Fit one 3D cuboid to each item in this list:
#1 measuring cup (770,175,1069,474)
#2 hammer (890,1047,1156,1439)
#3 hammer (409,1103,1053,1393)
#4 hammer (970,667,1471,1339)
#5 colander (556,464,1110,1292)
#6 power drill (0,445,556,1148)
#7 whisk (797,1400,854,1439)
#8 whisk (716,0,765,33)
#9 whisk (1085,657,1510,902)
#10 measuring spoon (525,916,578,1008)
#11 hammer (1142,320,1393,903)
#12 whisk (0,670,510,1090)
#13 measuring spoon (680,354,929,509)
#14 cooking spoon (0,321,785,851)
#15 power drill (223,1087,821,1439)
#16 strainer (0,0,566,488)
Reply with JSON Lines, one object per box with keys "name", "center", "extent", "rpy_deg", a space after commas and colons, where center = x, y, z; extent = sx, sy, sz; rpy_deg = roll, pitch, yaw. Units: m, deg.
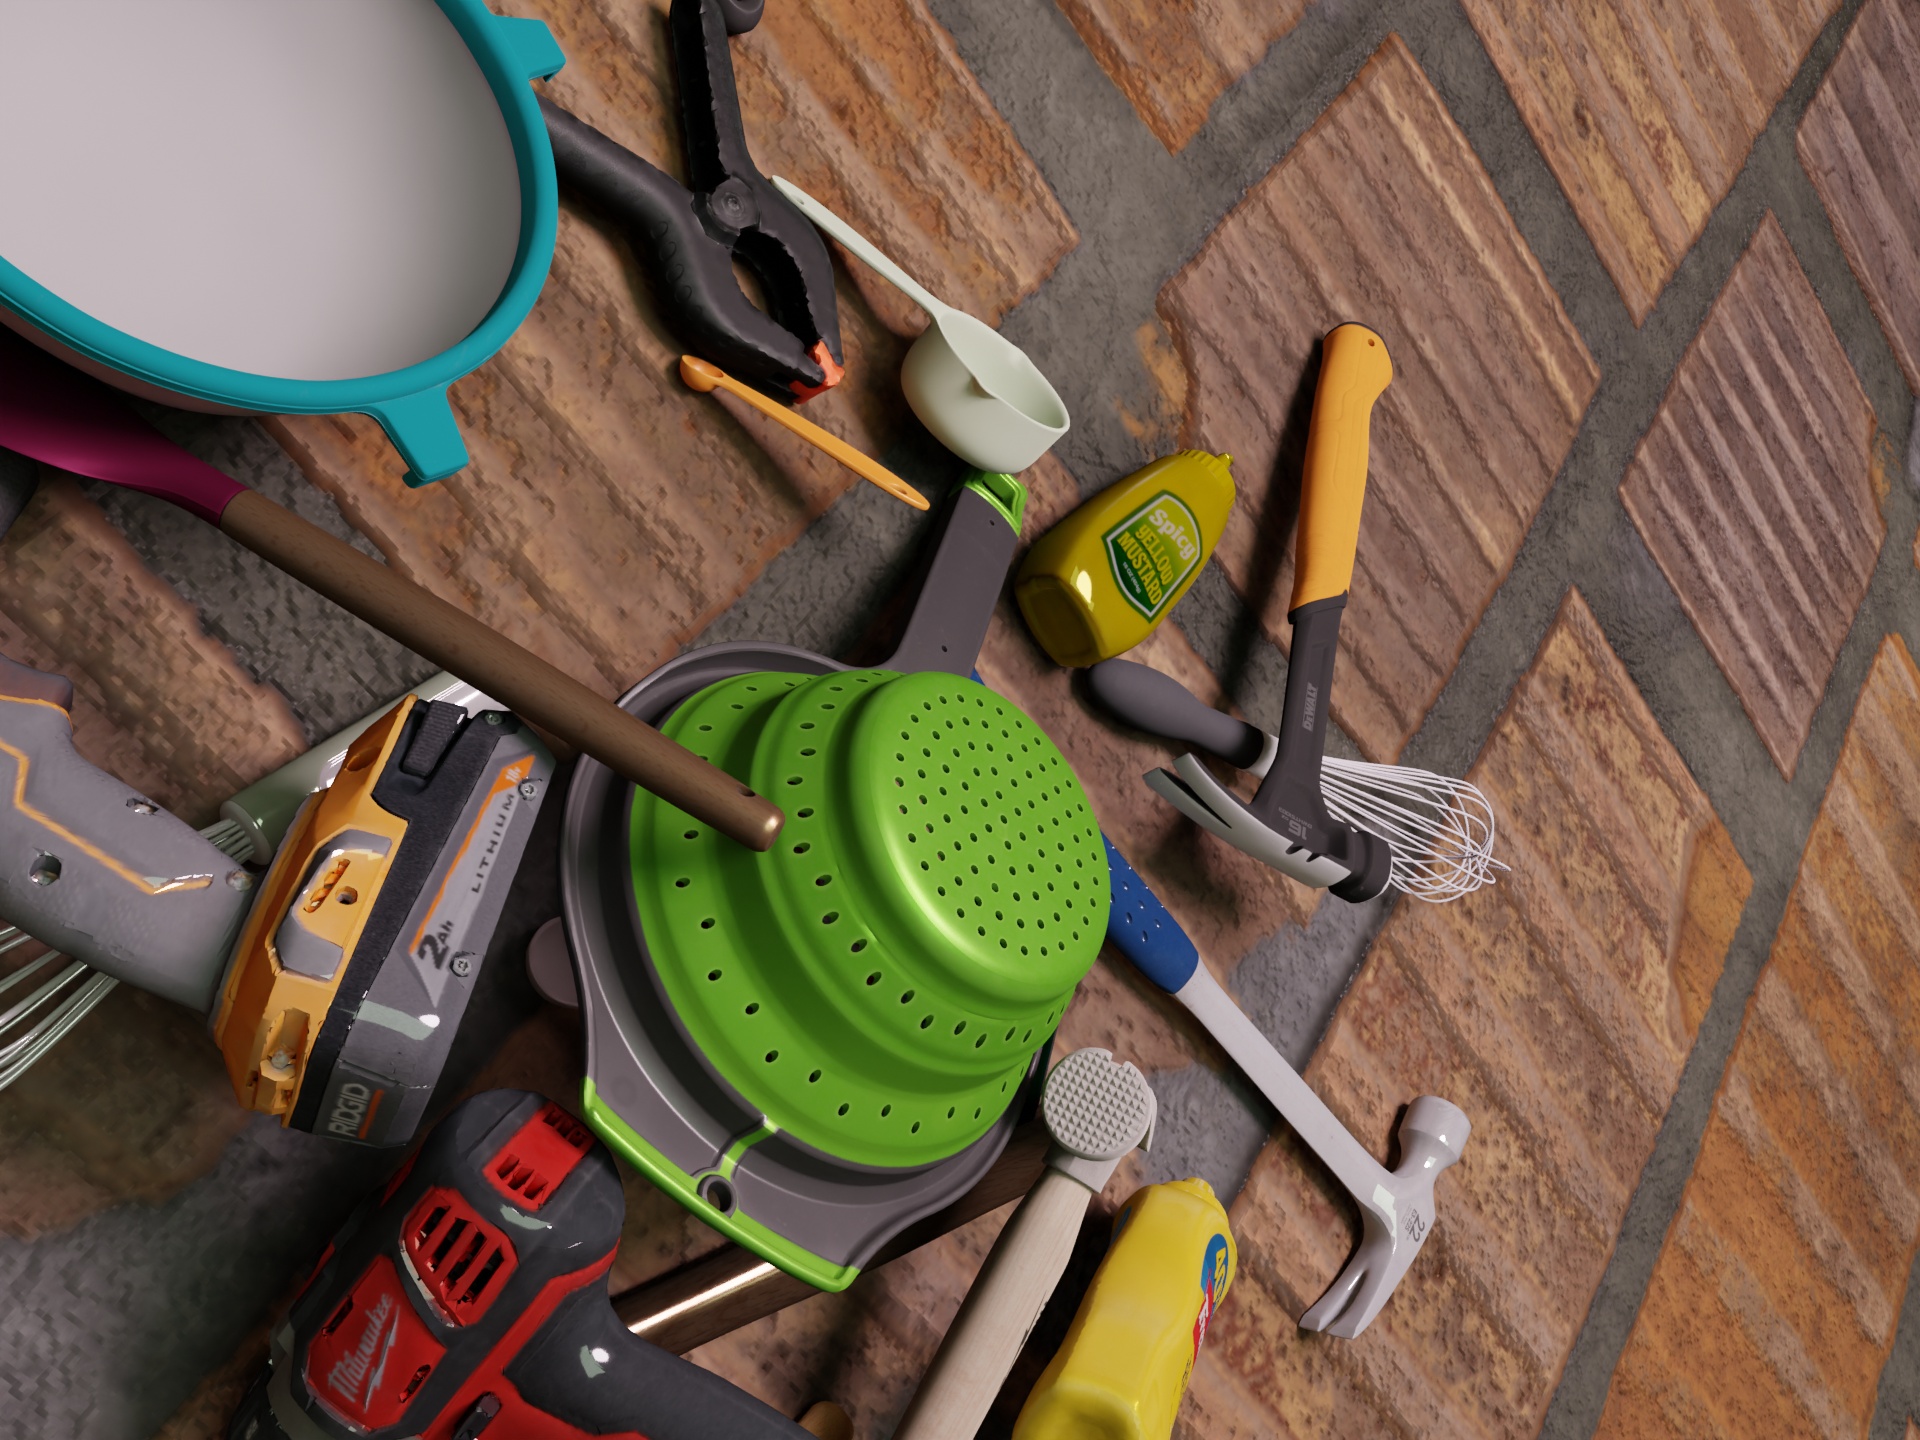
{"name": "measuring cup", "center": [-0.026, -0.171, 0.699], "extent": [0.167, 0.038, 0.083], "rpy_deg": [40, 26, -5]}
{"name": "hammer", "center": [-0.036, 0.311, 0.572], "extent": [0.038, 0.146, 0.411], "rpy_deg": [27, 77, 16]}
{"name": "hammer", "center": [-0.060, 0.205, 0.618], "extent": [0.331, 0.031, 0.130], "rpy_deg": [-13, 92, -38]}
{"name": "hammer", "center": [0.109, 0.131, 0.755], "extent": [0.405, 0.035, 0.144], "rpy_deg": [49, 58, -21]}
{"name": "colander", "center": [-0.001, -0.002, 0.577], "extent": [0.204, 0.094, 0.397], "rpy_deg": [42, 39, -20]}
{"name": "power drill", "center": [-0.236, 0.007, 0.447], "extent": [0.226, 0.084, 0.186], "rpy_deg": [21, 49, -14]}
{"name": "whisk", "center": [-0.123, 0.335, 0.550], "extent": [0.245, 0.051, 0.047], "rpy_deg": [-40, 128, -39]}
{"name": "whisk", "center": [-0.127, -0.435, 0.653], "extent": [0.073, 0.073, 0.295], "rpy_deg": [-21, 103, -37]}
{"name": "whisk", "center": [0.176, 0.028, 0.814], "extent": [0.284, 0.070, 0.070], "rpy_deg": [24, 69, -27]}
{"name": "measuring spoon", "center": [-0.116, 0.124, 0.583], "extent": [0.124, 0.018, 0.034], "rpy_deg": [51, 44, -5]}
{"name": "hammer", "center": [0.178, -0.080, 0.809], "extent": [0.127, 0.034, 0.337], "rpy_deg": [28, 57, -20]}
{"name": "whisk", "center": [-0.233, 0.040, 0.503], "extent": [0.246, 0.059, 0.057], "rpy_deg": [-40, 122, -39]}
{"name": "measuring spoon", "center": [-0.064, -0.115, 0.648], "extent": [0.117, 0.011, 0.021], "rpy_deg": [31, 22, -3]}
{"name": "cooking spoon", "center": [-0.189, -0.048, 0.462], "extent": [0.319, 0.017, 0.069], "rpy_deg": [31, 19, 4]}
{"name": "power drill", "center": [-0.109, 0.238, 0.465], "extent": [0.226, 0.188, 0.080], "rpy_deg": [39, 15, 0]}
{"name": "strainer", "center": [-0.291, -0.196, 0.460], "extent": [0.340, 0.095, 0.211], "rpy_deg": [23, 58, -33]}
